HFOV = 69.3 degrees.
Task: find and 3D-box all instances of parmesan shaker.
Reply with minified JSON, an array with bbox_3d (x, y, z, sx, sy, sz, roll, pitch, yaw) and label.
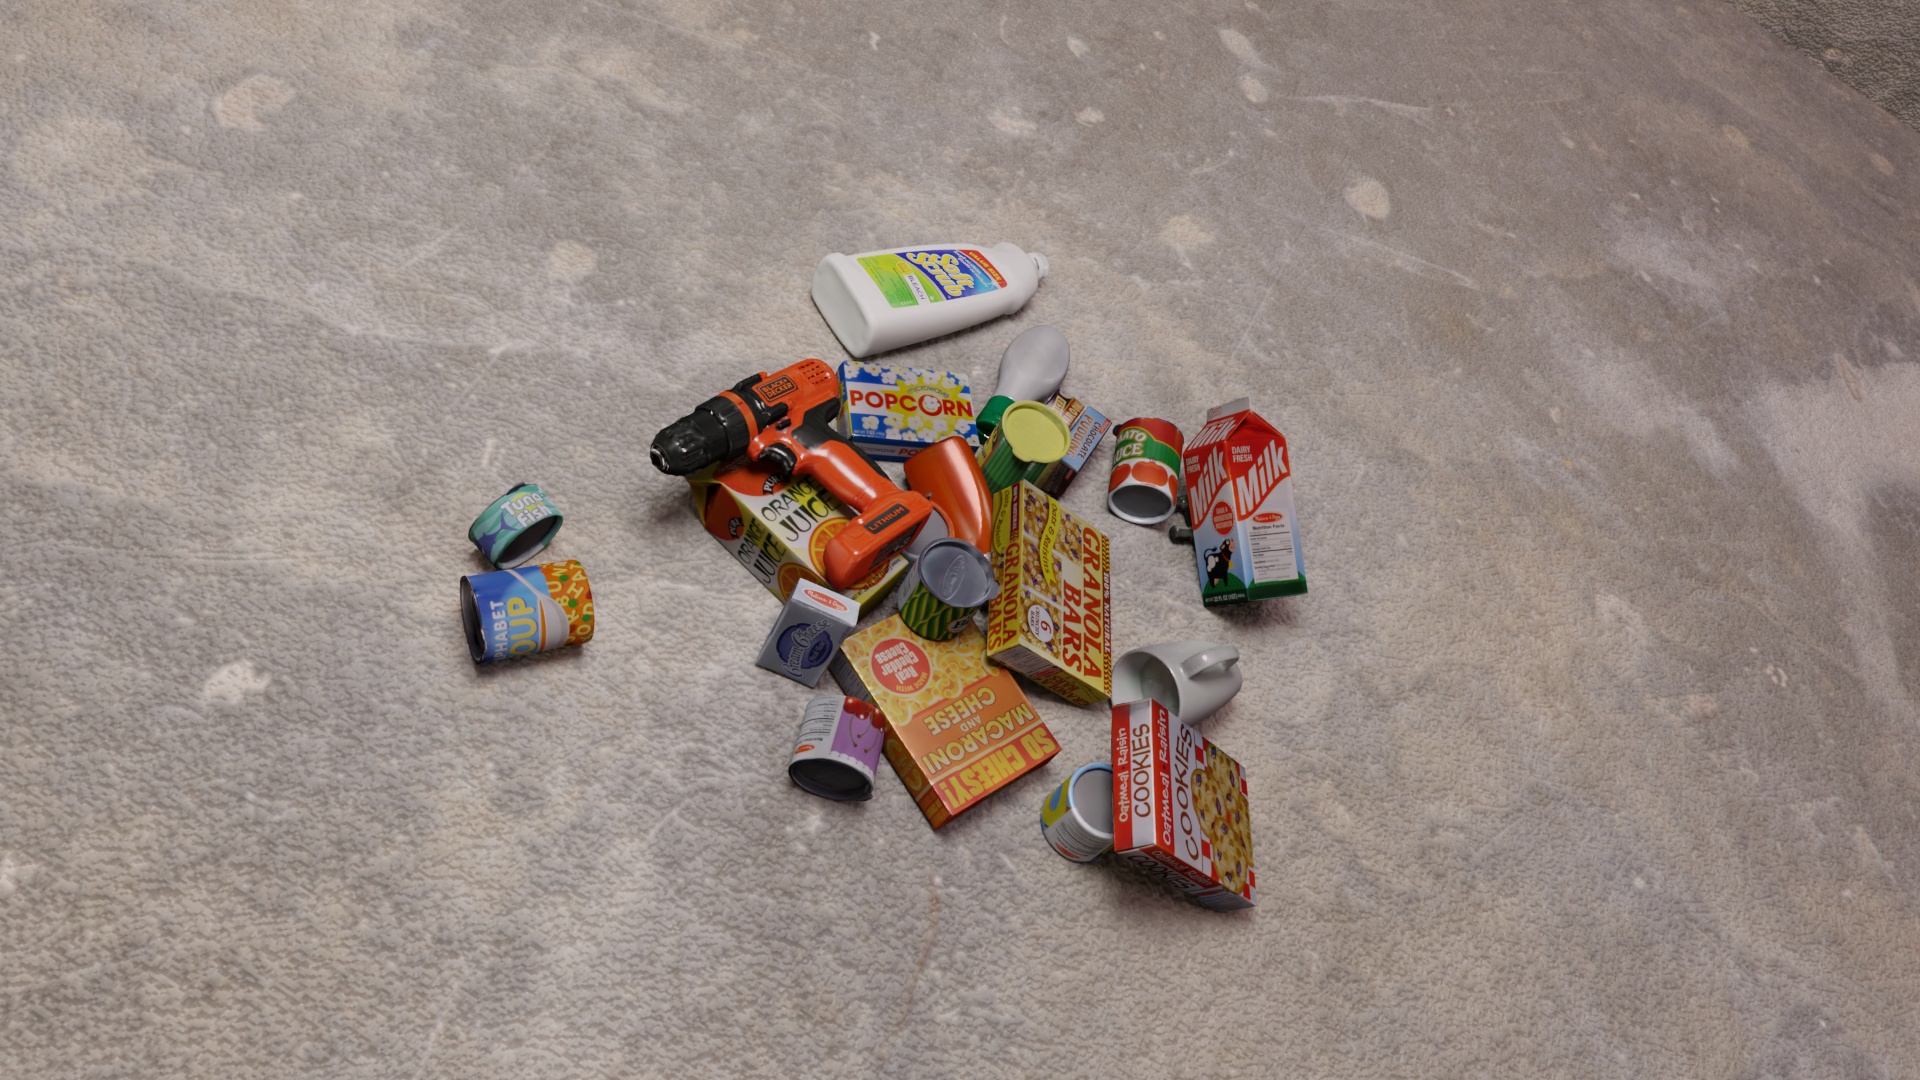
[{"bbox_3d":[0.048,-0.069,1.259,0.071,0.102,0.071,12,55,-17],"label":"parmesan shaker"}]

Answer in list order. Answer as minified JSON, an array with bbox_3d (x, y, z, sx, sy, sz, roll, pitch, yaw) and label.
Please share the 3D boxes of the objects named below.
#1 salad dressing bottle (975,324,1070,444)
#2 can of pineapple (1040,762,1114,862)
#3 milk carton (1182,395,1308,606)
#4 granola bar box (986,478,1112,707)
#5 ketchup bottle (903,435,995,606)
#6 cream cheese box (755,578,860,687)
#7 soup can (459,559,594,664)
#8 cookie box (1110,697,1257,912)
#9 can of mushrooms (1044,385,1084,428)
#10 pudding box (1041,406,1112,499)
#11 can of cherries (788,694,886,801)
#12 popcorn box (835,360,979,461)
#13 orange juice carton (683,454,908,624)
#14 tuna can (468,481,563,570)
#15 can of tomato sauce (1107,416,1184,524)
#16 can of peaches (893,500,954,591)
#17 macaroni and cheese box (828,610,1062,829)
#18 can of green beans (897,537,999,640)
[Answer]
[{"bbox_3d":[0.058,-0.150,1.354,0.064,0.043,0.148,31,53,2],"label":"salad dressing bottle"},{"bbox_3d":[0.107,0.219,1.128,0.071,0.057,0.071,11,55,-17],"label":"can of pineapple"},{"bbox_3d":[0.265,-0.037,1.313,0.073,0.072,0.190,-5,85,-26],"label":"milk carton"},{"bbox_3d":[0.079,0.047,1.210,0.124,0.039,0.166,32,47,-36],"label":"granola bar box"},{"bbox_3d":[0.004,-0.015,1.235,0.149,0.064,0.043,66,17,13],"label":"ketchup bottle"},{"bbox_3d":[-0.121,0.074,1.092,0.053,0.103,0.024,24,49,-9],"label":"cream cheese box"},{"bbox_3d":[-0.323,0.054,1.037,0.084,0.071,0.071,-10,64,-29],"label":"soup can"},{"bbox_3d":[0.180,0.216,1.124,0.167,0.040,0.123,37,44,-42],"label":"cookie box"},{"bbox_3d":[0.087,-0.113,1.325,0.033,0.070,0.071,38,52,1],"label":"can of mushrooms"},{"bbox_3d":[0.108,-0.084,1.329,0.030,0.049,0.084,35,51,2],"label":"pudding box"},{"bbox_3d":[-0.093,0.161,1.074,0.071,0.071,0.059,20,53,-11],"label":"can of cherries"},{"bbox_3d":[-0.051,-0.117,1.286,0.127,0.038,0.085,4,58,-22],"label":"popcorn box"},{"bbox_3d":[-0.143,-0.011,1.156,0.193,0.072,0.072,43,53,7],"label":"orange juice carton"},{"bbox_3d":[-0.341,-0.012,1.070,0.033,0.070,0.071,46,53,7],"label":"tuna can"},{"bbox_3d":[0.177,-0.068,1.338,0.071,0.070,0.083,21,54,-11],"label":"can of tomato sauce"},{"bbox_3d":[-0.044,0.001,1.202,0.071,0.057,0.071,11,56,-17],"label":"can of peaches"},{"bbox_3d":[-0.013,0.136,1.140,0.124,0.040,0.167,-24,71,-34],"label":"macaroni and cheese box"},{"bbox_3d":[-0.013,0.040,1.140,0.071,0.057,0.071,12,53,-17],"label":"can of green beans"}]
